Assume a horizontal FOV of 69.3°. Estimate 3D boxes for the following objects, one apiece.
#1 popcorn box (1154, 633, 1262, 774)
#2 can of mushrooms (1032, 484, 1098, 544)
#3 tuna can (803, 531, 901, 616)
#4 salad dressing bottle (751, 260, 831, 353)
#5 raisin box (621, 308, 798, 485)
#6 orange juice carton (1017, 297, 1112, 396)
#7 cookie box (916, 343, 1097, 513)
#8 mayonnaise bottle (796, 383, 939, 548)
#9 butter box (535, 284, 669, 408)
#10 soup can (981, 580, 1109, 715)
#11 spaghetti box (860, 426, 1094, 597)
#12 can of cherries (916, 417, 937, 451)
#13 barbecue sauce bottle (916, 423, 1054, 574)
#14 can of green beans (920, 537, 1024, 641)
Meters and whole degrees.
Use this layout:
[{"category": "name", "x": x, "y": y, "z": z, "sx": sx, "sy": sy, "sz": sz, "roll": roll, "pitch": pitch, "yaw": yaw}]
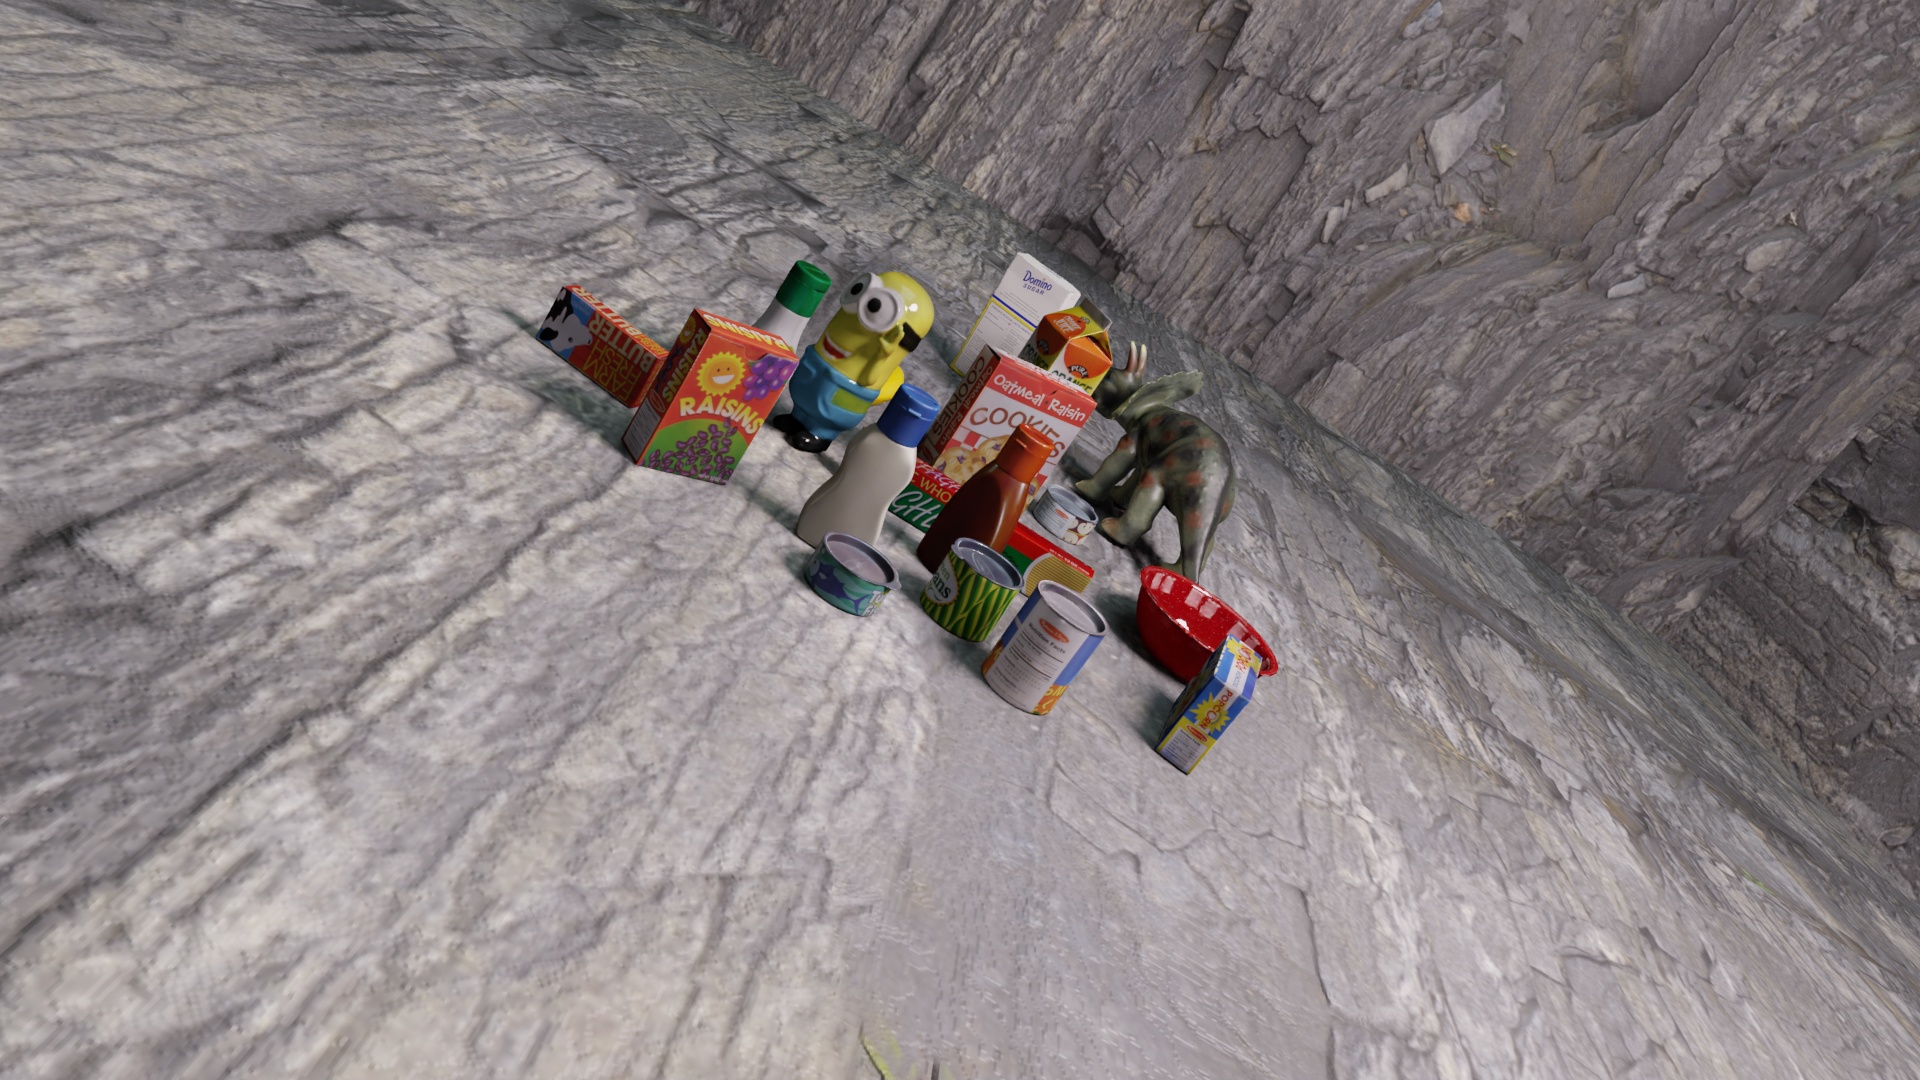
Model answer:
[{"category": "popcorn box", "x": 0.212, "y": 0.137, "z": 1.180, "sx": 0.038, "sy": 0.085, "sz": 0.127, "roll": 36, "pitch": 19, "yaw": 6}, {"category": "can of mushrooms", "x": 0.114, "y": -0.027, "z": 1.490, "sx": 0.071, "sy": 0.033, "sz": 0.071, "roll": 30, "pitch": 20, "yaw": -12}, {"category": "tuna can", "x": -0.081, "y": 0.027, "z": 1.055, "sx": 0.071, "sy": 0.032, "sz": 0.071, "roll": 30, "pitch": 20, "yaw": -12}, {"category": "salad dressing bottle", "x": -0.166, "y": -0.177, "z": 1.231, "sx": 0.044, "sy": 0.147, "sz": 0.064, "roll": 43, "pitch": 21, "yaw": 24}, {"category": "raisin box", "x": -0.192, "y": -0.108, "z": 1.063, "sx": 0.086, "sy": 0.123, "sz": 0.040, "roll": 14, "pitch": 27, "yaw": -44}, {"category": "orange juice carton", "x": 0.110, "y": -0.193, "z": 1.638, "sx": 0.073, "sy": 0.192, "sz": 0.072, "roll": 21, "pitch": 23, "yaw": -33}, {"category": "cookie box", "x": 0.034, "y": -0.089, "z": 1.308, "sx": 0.123, "sy": 0.167, "sz": 0.040, "roll": 19, "pitch": 24, "yaw": -36}, {"category": "mayonnaise bottle", "x": -0.069, "y": -0.054, "z": 1.092, "sx": 0.065, "sy": 0.147, "sz": 0.041, "roll": 30, "pitch": 19, "yaw": -13}, {"category": "butter box", "x": -0.290, "y": -0.158, "z": 1.131, "sx": 0.103, "sy": 0.053, "sz": 0.024, "roll": 36, "pitch": 19, "yaw": 7}, {"category": "soup can", "x": 0.066, "y": 0.083, "z": 1.079, "sx": 0.071, "sy": 0.083, "sz": 0.071, "roll": 30, "pitch": 19, "yaw": -12}, {"category": "spaghetti box", "x": 0.005, "y": -0.016, "z": 1.266, "sx": 0.250, "sy": 0.050, "sz": 0.029, "roll": 32, "pitch": 19, "yaw": -5}, {"category": "can of cherries", "x": -0.047, "y": -0.092, "z": 1.352, "sx": 0.071, "sy": 0.058, "sz": 0.072, "roll": 30, "pitch": 20, "yaw": -12}, {"category": "barbecue sauce bottle", "x": 0.025, "y": -0.030, "z": 1.184, "sx": 0.065, "sy": 0.148, "sz": 0.044, "roll": 43, "pitch": 21, "yaw": 24}, {"category": "can of green beans", "x": 0.009, "y": 0.040, "z": 1.129, "sx": 0.071, "sy": 0.057, "sz": 0.071, "roll": 30, "pitch": 20, "yaw": -12}]
